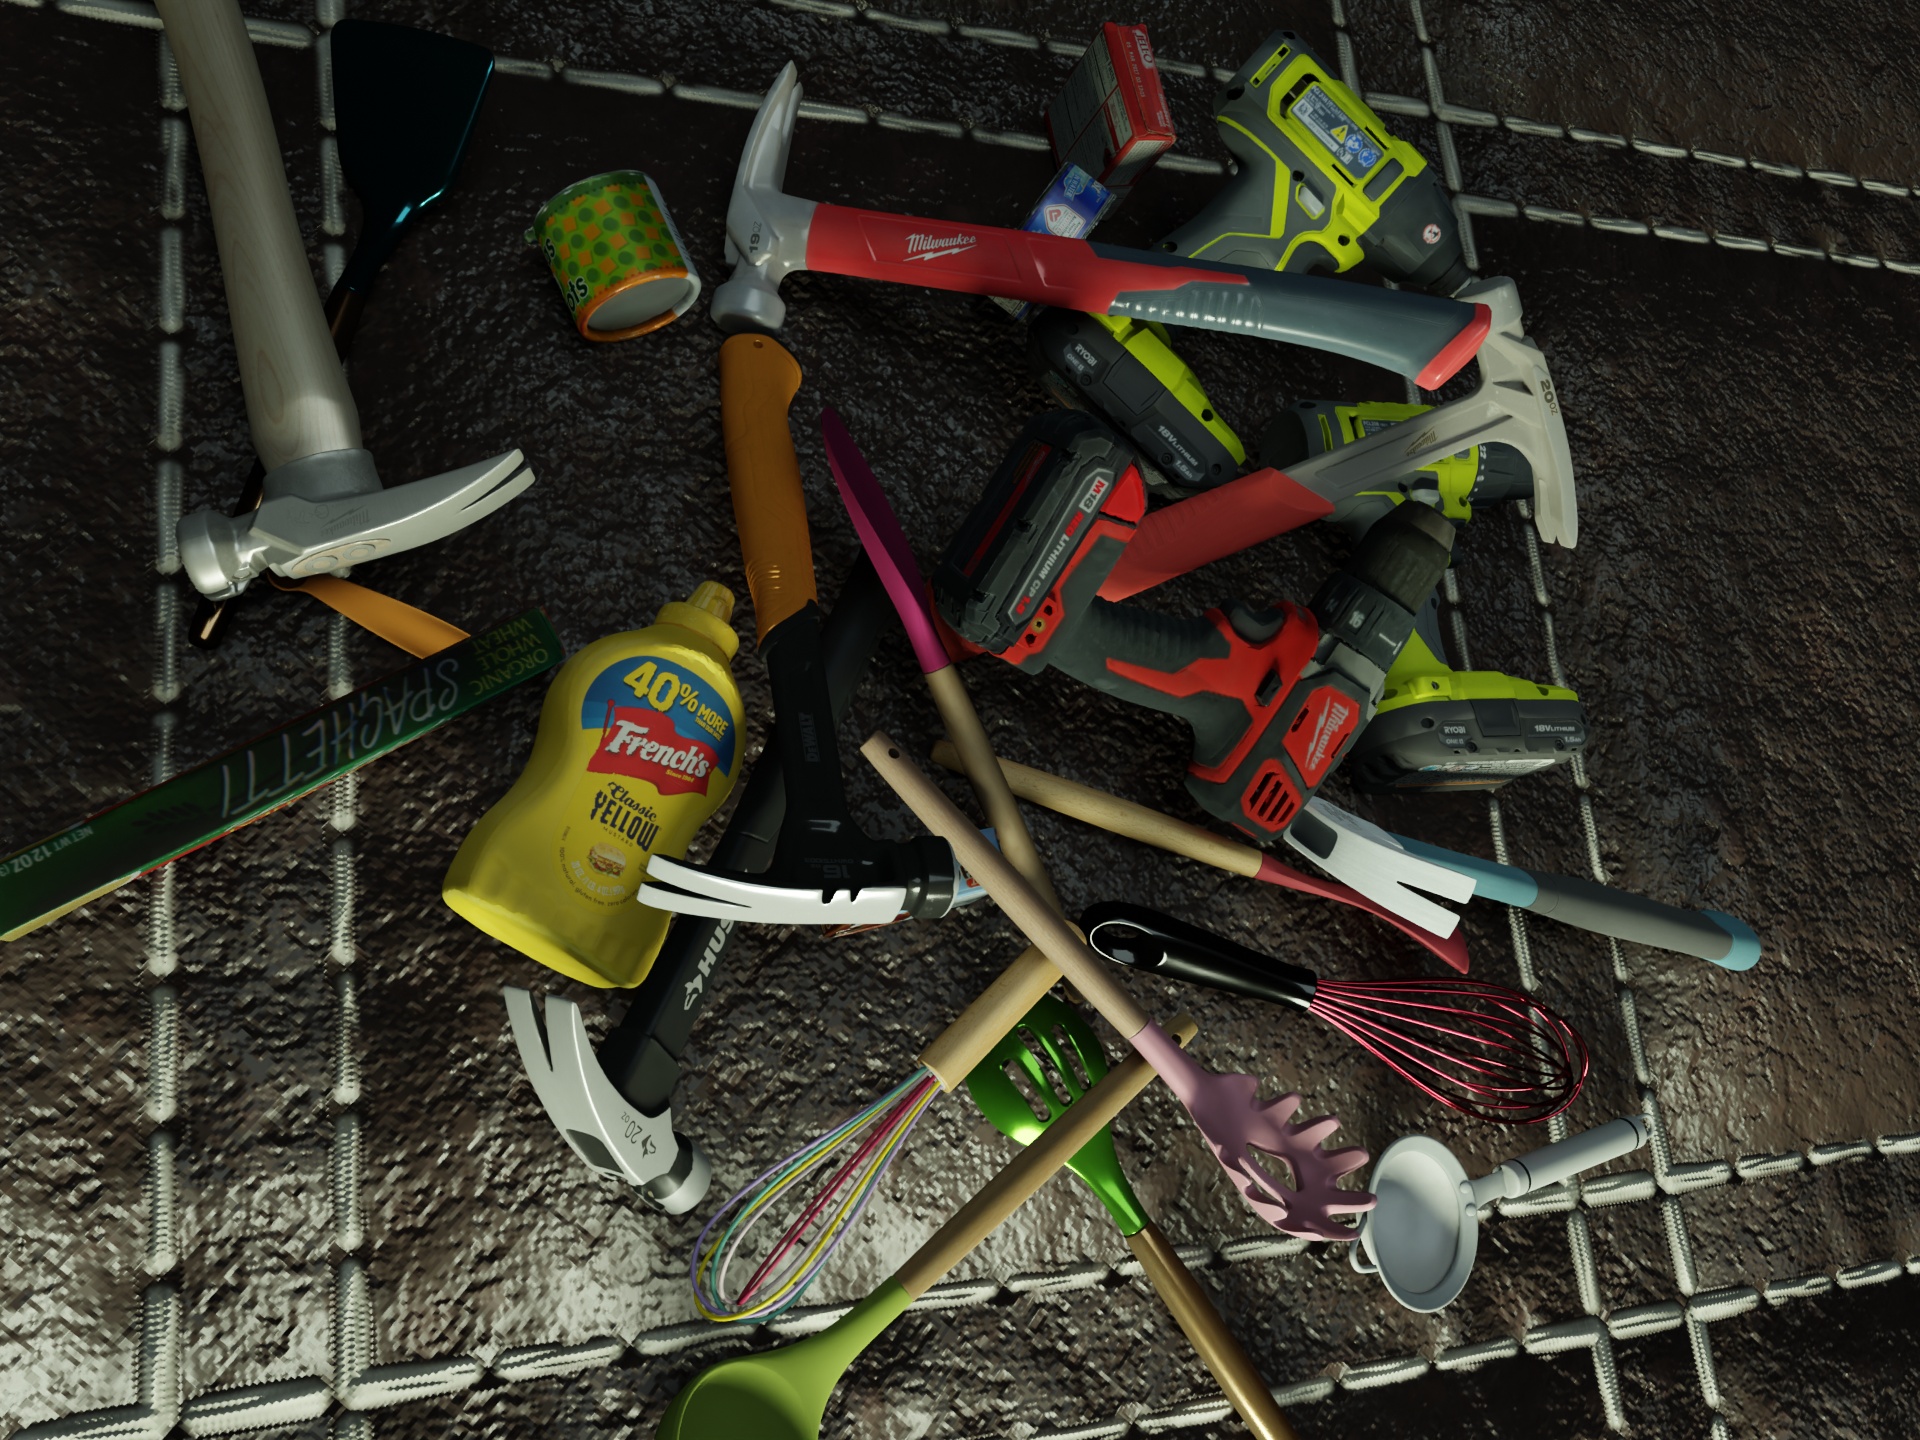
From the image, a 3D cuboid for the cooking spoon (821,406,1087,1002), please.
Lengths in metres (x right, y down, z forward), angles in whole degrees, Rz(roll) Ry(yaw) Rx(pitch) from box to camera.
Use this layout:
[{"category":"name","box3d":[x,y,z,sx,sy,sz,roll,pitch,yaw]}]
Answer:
[{"category":"cooking spoon","box3d":[-0.001,-0.002,0.773,0.017,0.069,0.318,-22,101,10]}]

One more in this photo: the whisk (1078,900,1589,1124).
[{"category":"whisk","box3d":[0.199,0.147,0.835,0.295,0.073,0.073,19,68,-10]}]

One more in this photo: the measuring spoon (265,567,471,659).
[{"category":"measuring spoon","box3d":[-0.261,-0.045,0.730,0.116,0.011,0.021,28,71,-16]}]

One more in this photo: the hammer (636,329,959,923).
[{"category":"hammer","box3d":[-0.089,-0.059,0.726,0.127,0.034,0.337,3,52,-20]}]

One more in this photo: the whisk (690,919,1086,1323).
[{"category":"whisk","box3d":[-0.025,0.180,0.728,0.245,0.047,0.051,-42,95,-22]}]

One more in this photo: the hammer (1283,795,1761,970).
[{"category":"hammer","box3d":[0.320,0.095,0.886,0.330,0.128,0.033,15,106,-25]}]

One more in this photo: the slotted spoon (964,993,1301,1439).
[{"category":"slotted spoon","box3d":[0.102,0.267,0.775,0.070,0.031,0.314,-33,90,-22]}]

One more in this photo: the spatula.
[{"category":"spatula","box3d":[-0.297,-0.181,0.736,0.082,0.044,0.318,12,71,1]}]

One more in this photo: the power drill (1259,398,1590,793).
[{"category":"power drill","box3d":[0.284,-0.079,0.927,0.190,0.080,0.229,-1,72,-22]}]

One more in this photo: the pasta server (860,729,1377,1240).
[{"category":"pasta server","box3d":[0.068,0.120,0.738,0.316,0.040,0.060,47,50,1]}]

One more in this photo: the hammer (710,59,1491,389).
[{"category":"hammer","box3d":[0.072,-0.239,0.808,0.386,0.038,0.143,11,83,8]}]

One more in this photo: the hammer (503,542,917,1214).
[{"category":"hammer","box3d":[-0.093,0.042,0.726,0.035,0.146,0.335,7,56,26]}]

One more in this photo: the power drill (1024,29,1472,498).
[{"category":"power drill","box3d":[0.159,-0.235,0.869,0.171,0.080,0.223,42,90,-7]}]

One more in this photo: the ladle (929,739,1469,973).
[{"category":"ladle","box3d":[0.131,0.068,0.837,0.315,0.069,0.031,20,93,-10]}]

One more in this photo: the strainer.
[{"category":"strainer","box3d":[0.287,0.248,0.850,0.258,0.050,0.087,-8,84,-30]}]

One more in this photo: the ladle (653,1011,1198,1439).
[{"category":"ladle","box3d":[-0.002,0.236,0.706,0.320,0.062,0.078,-38,98,-21]}]

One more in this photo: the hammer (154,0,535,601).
[{"category":"hammer","box3d":[-0.320,-0.260,0.727,0.146,0.038,0.411,-18,76,-8]}]

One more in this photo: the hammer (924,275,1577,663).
[{"category":"hammer","box3d":[0.147,-0.098,0.831,0.359,0.037,0.149,-23,107,-5]}]

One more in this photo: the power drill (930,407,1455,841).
[{"category":"power drill","box3d":[0.121,-0.064,0.777,0.226,0.080,0.188,30,97,-21]}]
